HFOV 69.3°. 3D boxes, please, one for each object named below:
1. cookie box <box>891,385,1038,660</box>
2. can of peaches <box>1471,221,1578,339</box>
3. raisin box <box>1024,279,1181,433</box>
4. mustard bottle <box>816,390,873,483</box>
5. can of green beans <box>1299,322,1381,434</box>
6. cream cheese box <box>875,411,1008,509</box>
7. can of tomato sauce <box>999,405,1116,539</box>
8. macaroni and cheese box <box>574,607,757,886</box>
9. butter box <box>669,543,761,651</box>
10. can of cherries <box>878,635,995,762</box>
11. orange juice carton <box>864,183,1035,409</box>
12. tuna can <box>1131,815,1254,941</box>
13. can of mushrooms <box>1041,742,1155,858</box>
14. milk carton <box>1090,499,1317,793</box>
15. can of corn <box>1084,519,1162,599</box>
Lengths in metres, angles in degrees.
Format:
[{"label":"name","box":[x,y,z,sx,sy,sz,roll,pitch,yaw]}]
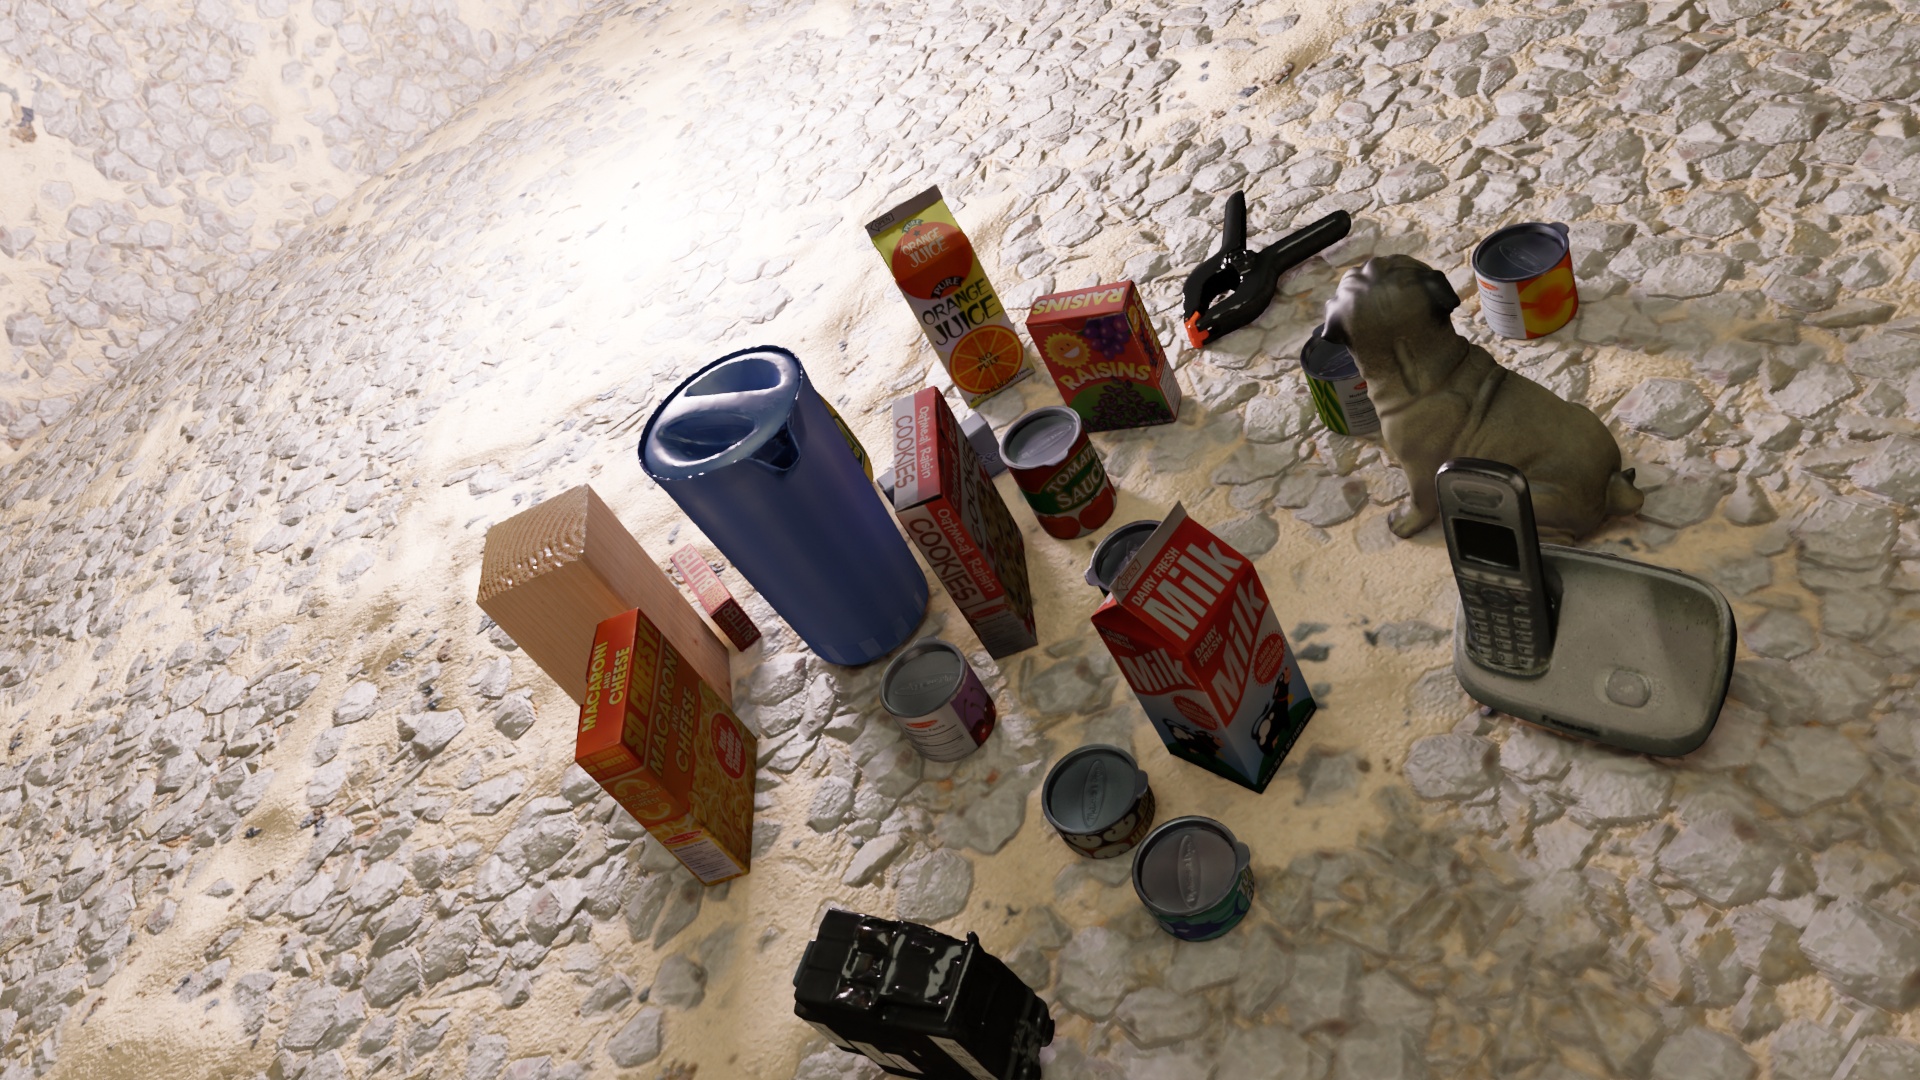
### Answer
[{"label":"cookie box","box":[0.004,-0.013,1.010,0.040,0.166,0.123,-20,41,14]},{"label":"can of peaches","box":[0.416,-0.191,1.017,0.071,0.058,0.071,-18,42,17]},{"label":"raisin box","box":[0.115,-0.144,1.108,0.086,0.123,0.040,-4,47,29]},{"label":"mustard bottle","box":[-0.130,-0.092,1.180,0.049,0.159,0.065,2,50,34]},{"label":"can of green beans","box":[0.290,-0.121,1.025,0.071,0.057,0.071,-18,42,17]},{"label":"cream cheese box","box":[-0.013,-0.056,1.154,0.104,0.053,0.024,-34,40,-2]},{"label":"can of tomato sauce","box":[0.078,-0.051,1.068,0.071,0.082,0.071,-18,42,17]},{"label":"macaroni and cheese box","box":[-0.203,0.147,0.977,0.040,0.165,0.124,-21,41,13]},{"label":"butter box","box":[-0.207,0.047,1.170,0.024,0.053,0.104,-38,40,-8]},{"label":"can of cherries","box":[-0.015,0.111,0.979,0.071,0.058,0.072,-18,42,17]},{"label":"orange juice carton","box":[-0.011,-0.216,1.207,0.072,0.192,0.073,-30,40,2]},{"label":"tuna can","box":[0.139,0.197,0.814,0.071,0.032,0.071,-17,42,16]},{"label":"can of mushrooms","box":[0.090,0.165,0.878,0.071,0.033,0.071,-17,42,16]},{"label":"milk carton","box":[0.141,0.062,0.828,0.073,0.189,0.072,19,61,43]},{"label":"can of corn","box":[0.129,0.030,0.972,0.071,0.058,0.071,-18,42,17]}]
